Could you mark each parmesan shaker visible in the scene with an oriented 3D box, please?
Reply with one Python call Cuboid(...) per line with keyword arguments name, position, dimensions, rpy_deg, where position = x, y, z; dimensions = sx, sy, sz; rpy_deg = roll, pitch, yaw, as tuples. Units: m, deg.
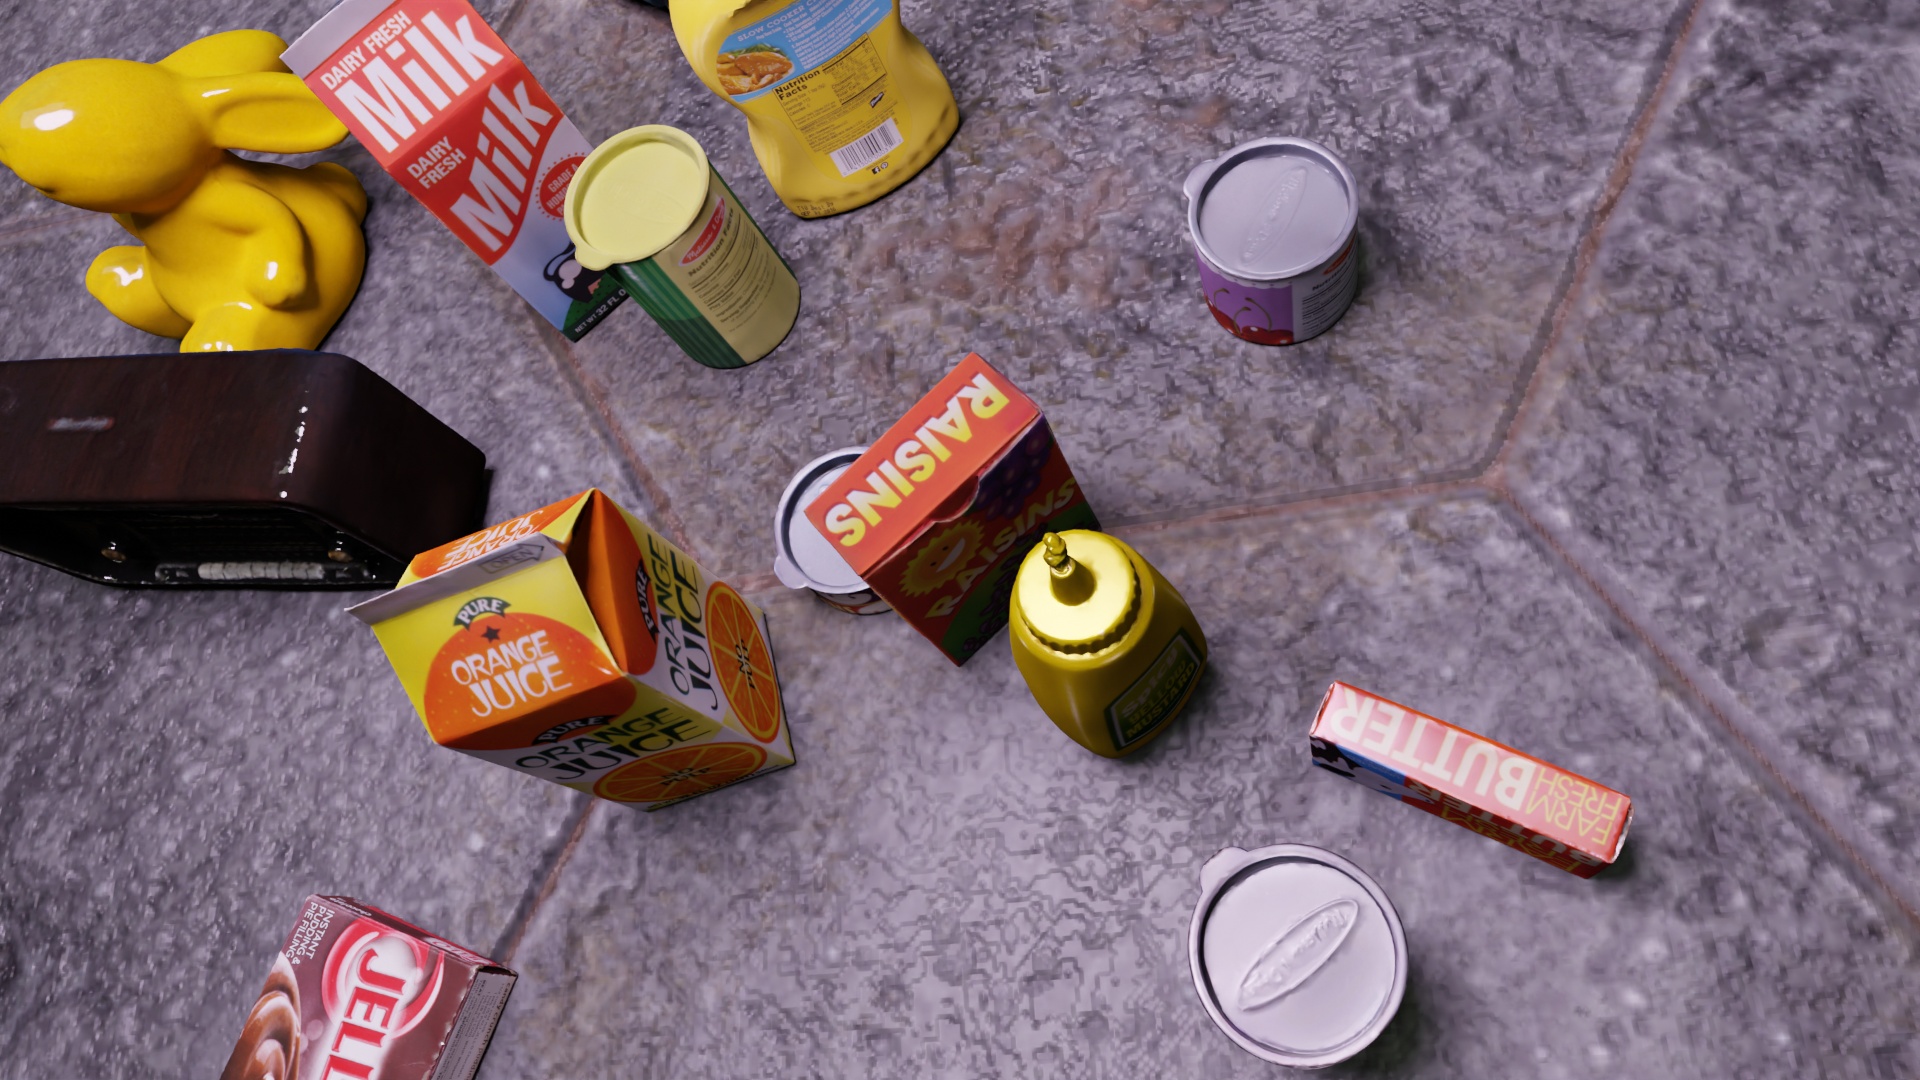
Cuboid(name="parmesan shaker", position=(-0.123, -0.126, 0.622), dimensions=(0.071, 0.103, 0.071), rpy_deg=(-5, 69, 14))

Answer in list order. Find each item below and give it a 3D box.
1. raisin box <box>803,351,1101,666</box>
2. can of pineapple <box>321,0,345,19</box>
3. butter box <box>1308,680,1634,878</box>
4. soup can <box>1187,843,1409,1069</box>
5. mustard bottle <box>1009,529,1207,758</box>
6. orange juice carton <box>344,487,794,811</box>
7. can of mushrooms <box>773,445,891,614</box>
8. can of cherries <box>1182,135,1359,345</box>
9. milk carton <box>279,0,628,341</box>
Cuboid(name="raisin box", position=(0.002, -0.007, 0.529), dimensions=(0.086, 0.123, 0.040), rpy_deg=(-43, 65, -2))
Cuboid(name="can of pineapple", position=(-0.303, -0.253, 0.747), dimensions=(0.071, 0.057, 0.071), rpy_deg=(-5, 69, 14))
Cuboid(name="butter box", position=(0.175, 0.083, 0.484), dimensions=(0.103, 0.053, 0.024), rpy_deg=(22, 78, 22))
Cuboid(name="soup can", position=(0.112, 0.138, 0.464), dimensions=(0.071, 0.083, 0.071), rpy_deg=(-5, 69, 14))
Cuboid(name="mustard bottle", position=(0.048, 0.032, 0.481), dimensions=(0.049, 0.160, 0.065), rpy_deg=(40, 85, 25))
Cuboid(name="orange juice carton", position=(-0.134, 0.042, 0.512), dimensions=(0.072, 0.192, 0.073), rpy_deg=(-19, 66, 9))
Cuboid(name="can of mushrooms", position=(-0.045, -0.002, 0.591), dimensions=(0.071, 0.033, 0.071), rpy_deg=(-5, 69, 14))
Cuboid(name="can of cherries", position=(0.128, -0.124, 0.574), dimensions=(0.071, 0.058, 0.072), rpy_deg=(-5, 69, 14))
Cuboid(name="milk carton", position=(-0.211, -0.176, 0.618), dimensions=(0.072, 0.190, 0.073), rpy_deg=(-42, 65, -2))
